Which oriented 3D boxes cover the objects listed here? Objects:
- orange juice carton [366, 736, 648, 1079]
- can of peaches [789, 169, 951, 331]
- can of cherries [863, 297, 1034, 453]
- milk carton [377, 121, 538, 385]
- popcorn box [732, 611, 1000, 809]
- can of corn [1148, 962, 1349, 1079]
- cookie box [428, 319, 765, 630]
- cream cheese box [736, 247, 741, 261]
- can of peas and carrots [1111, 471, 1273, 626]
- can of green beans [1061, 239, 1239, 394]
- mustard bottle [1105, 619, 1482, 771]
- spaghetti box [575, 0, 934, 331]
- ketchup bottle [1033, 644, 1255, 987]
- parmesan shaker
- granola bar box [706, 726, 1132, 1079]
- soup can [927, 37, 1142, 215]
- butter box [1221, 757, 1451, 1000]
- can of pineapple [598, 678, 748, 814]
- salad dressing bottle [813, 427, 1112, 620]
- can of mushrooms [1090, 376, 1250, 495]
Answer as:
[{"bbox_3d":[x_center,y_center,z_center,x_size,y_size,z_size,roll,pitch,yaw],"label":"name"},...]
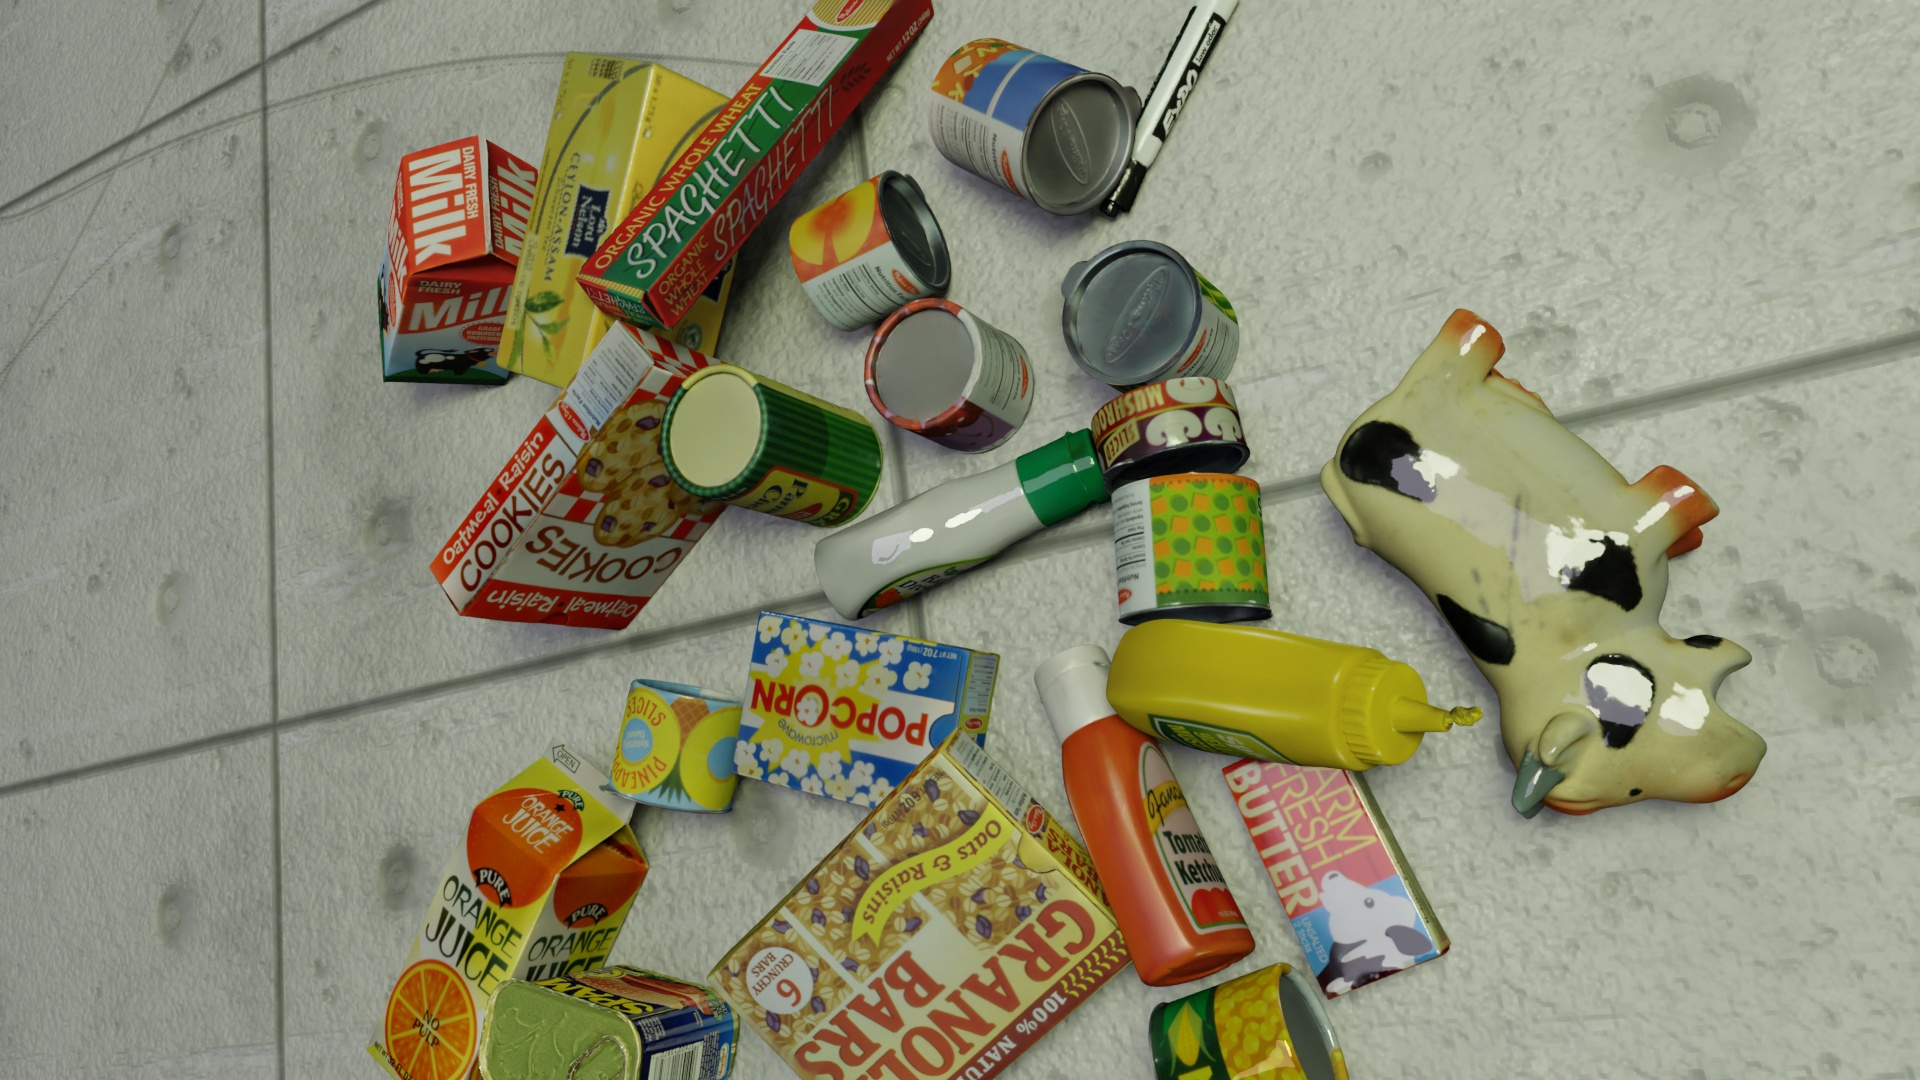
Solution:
[{"bbox_3d":[-0.238,0.209,0.756,0.072,0.073,0.192,28,95,29],"label":"orange juice carton"},{"bbox_3d":[-0.046,-0.150,0.716,0.058,0.071,0.071,-21,73,25],"label":"can of peaches"},{"bbox_3d":[-0.008,-0.080,0.686,0.071,0.058,0.071,-5,80,27],"label":"can of cherries"},{"bbox_3d":[-0.282,-0.156,0.786,0.190,0.073,0.072,-34,62,58],"label":"milk carton"},{"bbox_3d":[-0.049,0.087,0.694,0.127,0.038,0.085,8,85,29],"label":"popcorn box"},{"bbox_3d":[0.118,0.214,0.565,0.058,0.071,0.071,-28,70,21],"label":"can of corn"},{"bbox_3d":[-0.180,-0.026,0.734,0.167,0.123,0.040,-49,65,14],"label":"cookie box"},{"bbox_3d":[-0.168,-0.192,0.811,0.104,0.024,0.053,20,91,29],"label":"cream cheese box"},{"bbox_3d":[0.103,0.005,0.611,0.071,0.071,0.059,-8,78,27],"label":"can of peas and carrots"},{"bbox_3d":[0.088,-0.097,0.638,0.071,0.058,0.071,-5,80,28],"label":"can of green beans"},{"bbox_3d":[0.131,0.063,0.552,0.160,0.065,0.049,1,66,52],"label":"mustard bottle"},{"bbox_3d":[-0.100,-0.207,0.711,0.050,0.028,0.251,20,64,30],"label":"spaghetti box"},{"bbox_3d":[0.075,0.118,0.611,0.043,0.065,0.149,-37,58,25],"label":"ketchup bottle"},{"bbox_3d":[-0.096,-0.046,0.703,0.071,0.103,0.071,-5,80,28],"label":"parmesan shaker"},{"bbox_3d":[-0.016,0.186,0.634,0.124,0.039,0.165,44,105,1],"label":"granola bar box"},{"bbox_3d":[0.035,-0.202,0.669,0.084,0.071,0.071,40,102,45],"label":"soup can"},{"bbox_3d":[0.156,0.133,0.583,0.053,0.024,0.104,-31,69,20],"label":"butter box"},{"bbox_3d":[-0.147,0.107,0.725,0.071,0.071,0.058,10,86,29],"label":"can of pineapple"},{"bbox_3d":[0.002,-0.008,0.671,0.147,0.064,0.044,-24,82,15],"label":"salad dressing bottle"},{"bbox_3d":[0.091,-0.045,0.621,0.071,0.071,0.033,-19,72,25],"label":"can of mushrooms"}]
